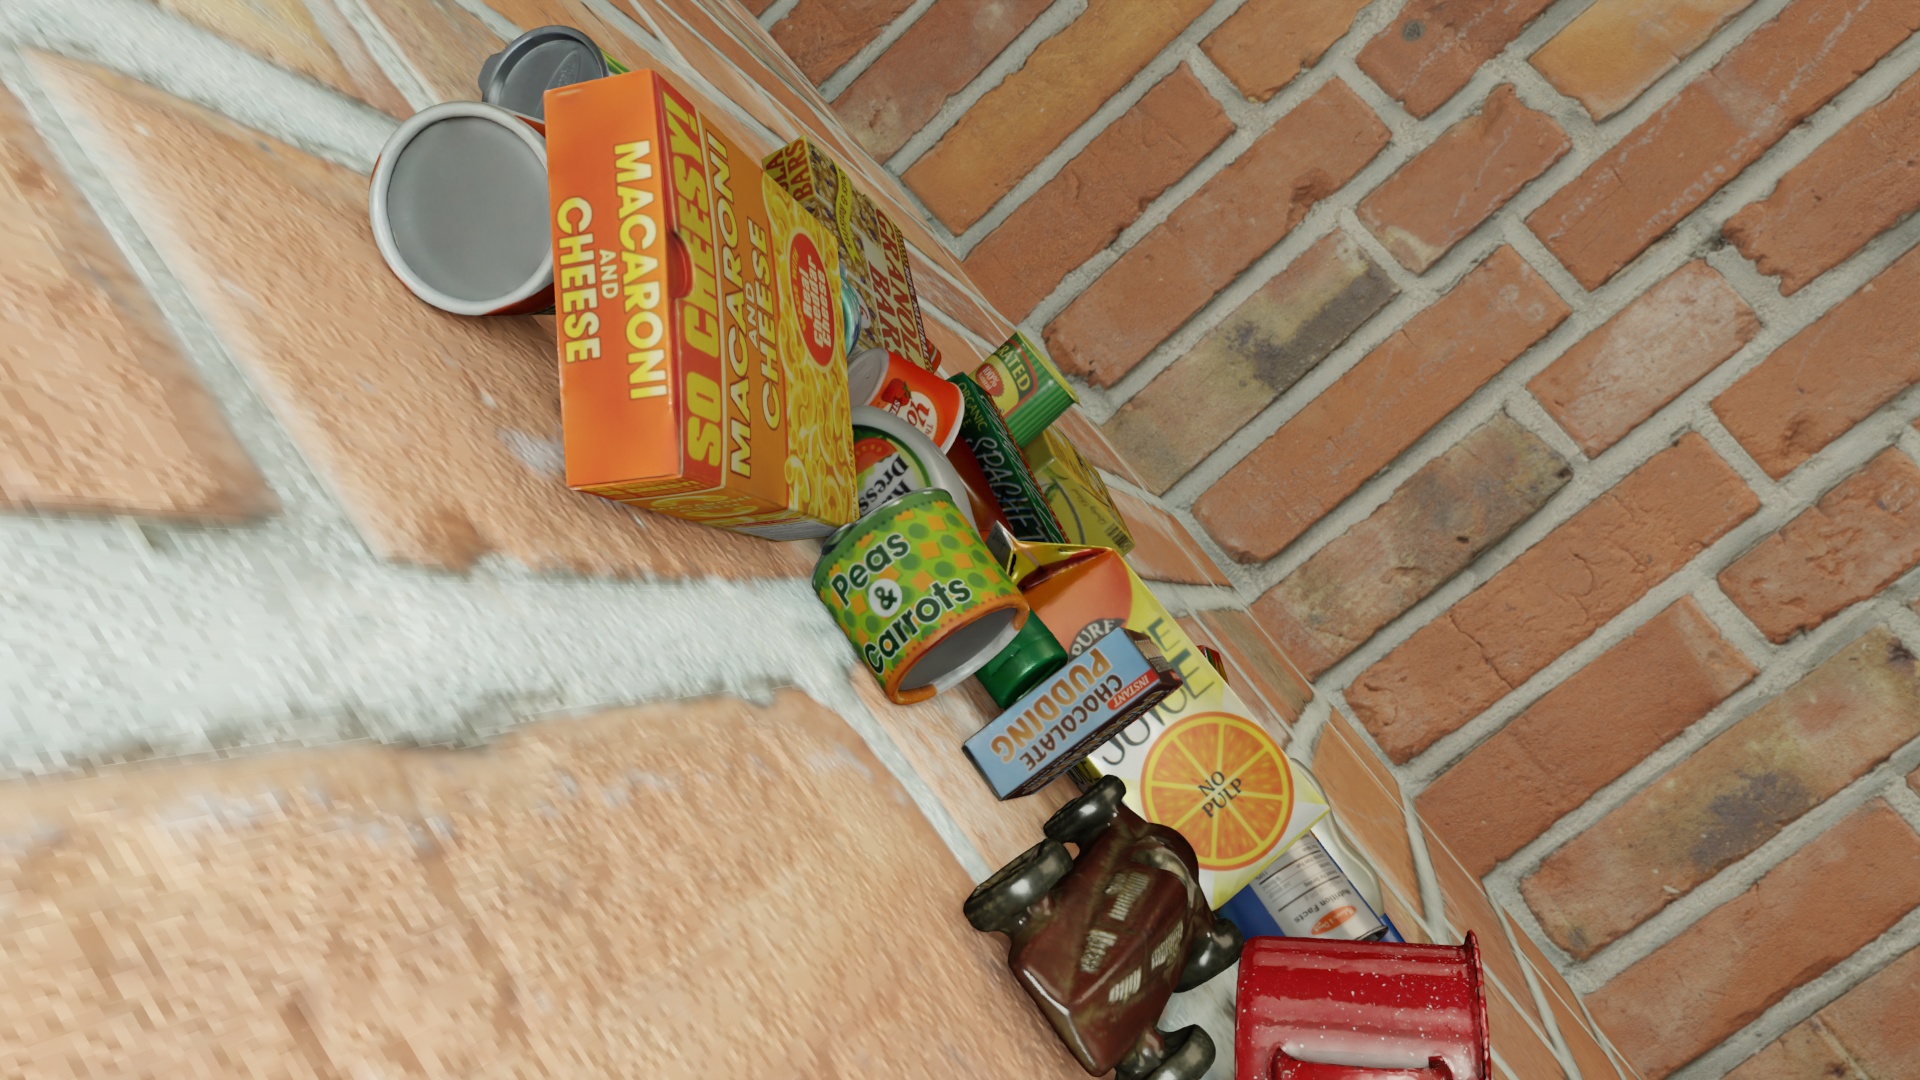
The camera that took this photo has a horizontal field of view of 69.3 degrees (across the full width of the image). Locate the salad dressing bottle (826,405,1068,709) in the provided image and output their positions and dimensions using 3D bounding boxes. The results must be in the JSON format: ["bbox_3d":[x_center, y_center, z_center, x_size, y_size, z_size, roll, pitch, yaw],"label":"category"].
[{"bbox_3d":[-0.012,0.006,0.602,0.148,0.064,0.044,50,14,22],"label":"salad dressing bottle"}]

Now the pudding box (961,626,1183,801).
[{"bbox_3d":[0.047,0.072,0.573,0.030,0.083,0.049,55,11,17],"label":"pudding box"}]

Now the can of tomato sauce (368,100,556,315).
[{"bbox_3d":[-0.146,-0.107,0.466,0.071,0.071,0.083,49,11,-2],"label":"can of tomato sauce"}]

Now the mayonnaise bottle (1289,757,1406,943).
[{"bbox_3d":[0.233,0.215,0.886,0.148,0.064,0.041,56,8,14],"label":"mayonnaise bottle"}]

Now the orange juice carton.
[{"bbox_3d":[0.073,0.073,0.645,0.193,0.073,0.071,51,-12,7],"label":"orange juice carton"}]

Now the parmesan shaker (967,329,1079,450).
[{"bbox_3d":[0.025,-0.089,0.985,0.071,0.103,0.071,47,10,-11],"label":"parmesan shaker"}]

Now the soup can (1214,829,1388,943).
[{"bbox_3d":[0.164,0.183,0.708,0.084,0.071,0.071,55,12,29],"label":"soup can"}]

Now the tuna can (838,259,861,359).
[{"bbox_3d":[-0.085,-0.117,0.729,0.071,0.071,0.033,47,11,-10],"label":"tuna can"}]

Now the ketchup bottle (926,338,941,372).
[{"bbox_3d":[-0.078,-0.173,1.023,0.148,0.043,0.065,45,17,-16],"label":"ketchup bottle"}]

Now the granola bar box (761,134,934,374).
[{"bbox_3d":[-0.072,-0.170,0.923,0.124,0.039,0.166,36,35,-52],"label":"granola bar box"}]

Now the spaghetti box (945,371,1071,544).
[{"bbox_3d":[0.050,0.002,0.874,0.251,0.028,0.050,63,14,22],"label":"spaghetti box"}]

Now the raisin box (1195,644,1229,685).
[{"bbox_3d":[0.144,0.109,0.843,0.123,0.040,0.086,26,52,-74],"label":"raisin box"}]

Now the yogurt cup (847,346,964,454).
[{"bbox_3d":[-0.039,-0.072,0.782,0.054,0.072,0.073,33,17,-31],"label":"yogurt cup"}]

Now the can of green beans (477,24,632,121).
[{"bbox_3d":[-0.177,-0.195,0.645,0.071,0.071,0.058,52,10,15],"label":"can of green beans"}]

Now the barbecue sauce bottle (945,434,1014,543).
[{"bbox_3d":[0.003,-0.010,0.784,0.064,0.043,0.149,47,11,-34],"label":"barbecue sauce bottle"}]

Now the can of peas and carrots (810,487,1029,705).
[{"bbox_3d":[-0.016,0.022,0.538,0.059,0.071,0.071,54,11,20],"label":"can of peas and carrots"}]

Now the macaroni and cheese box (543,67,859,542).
[{"bbox_3d":[-0.081,-0.069,0.479,0.166,0.040,0.124,22,61,-76],"label":"macaroni and cheese box"}]
